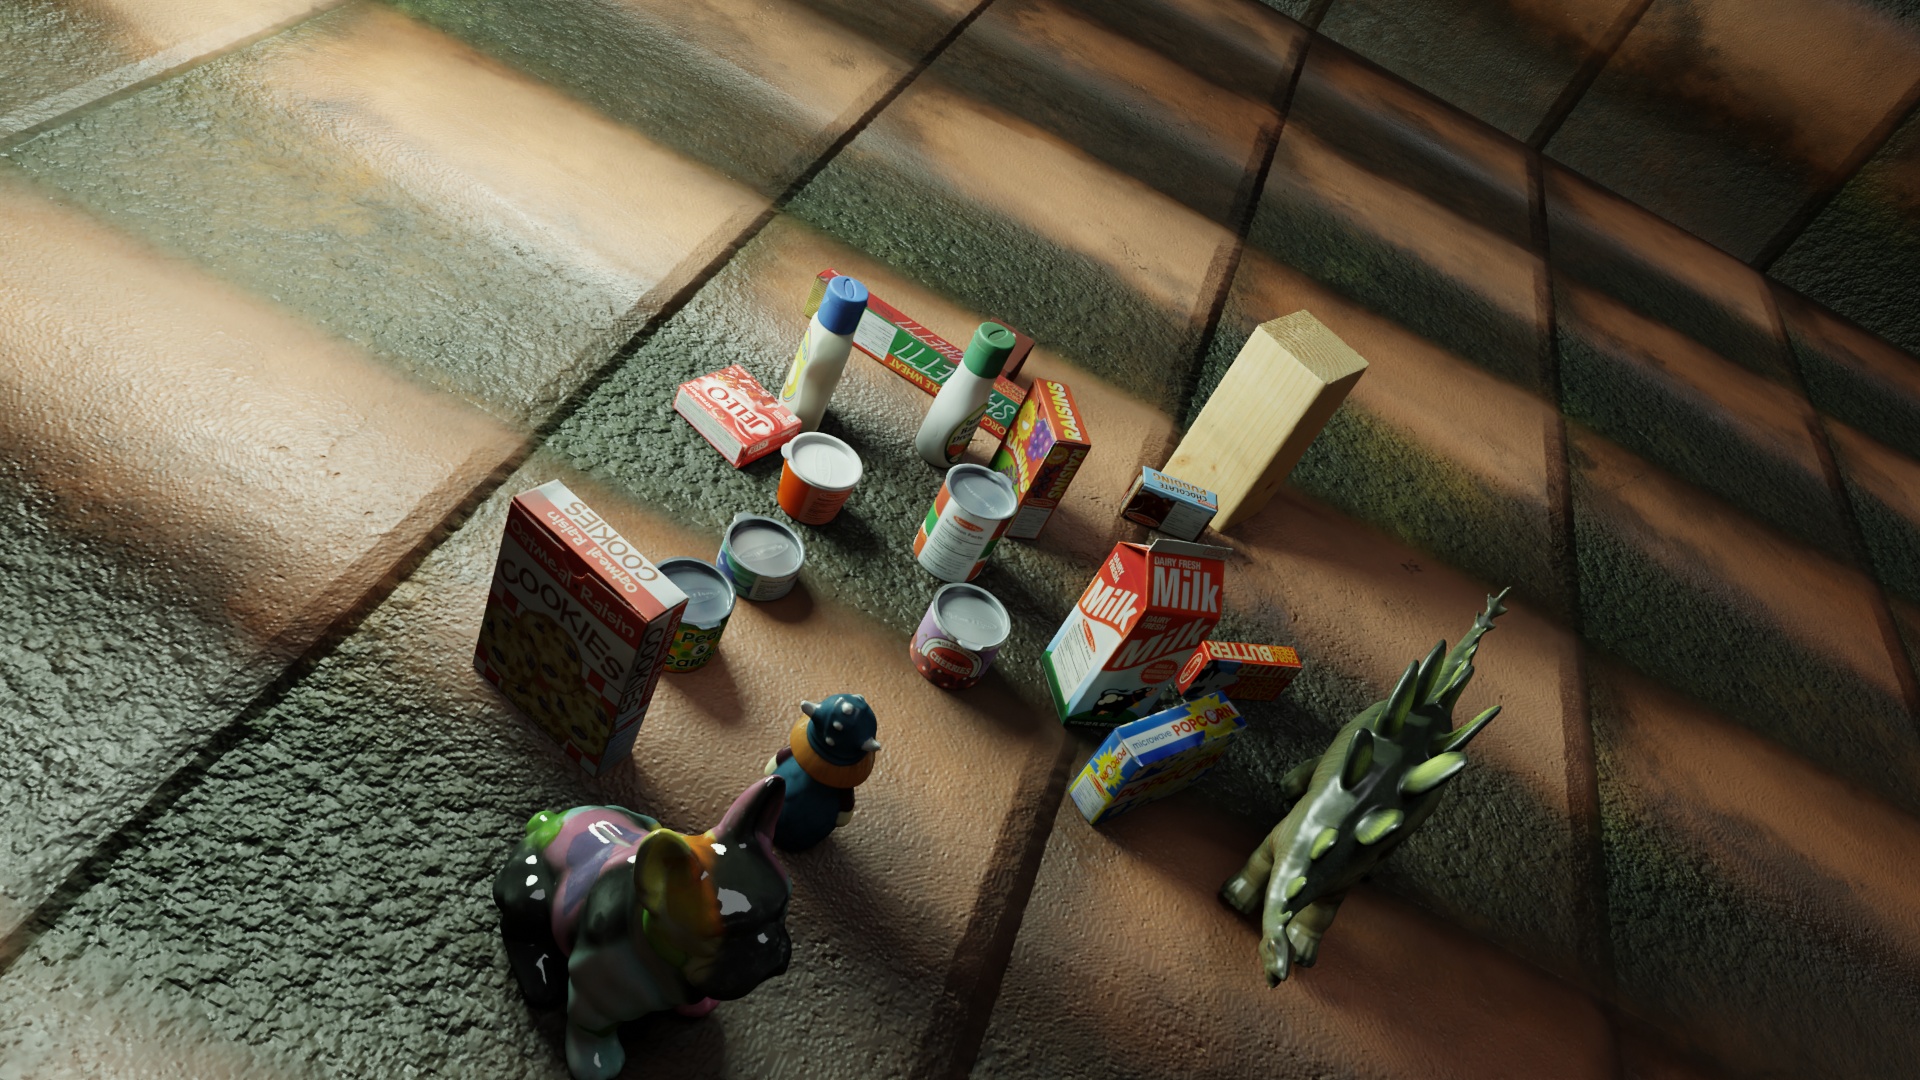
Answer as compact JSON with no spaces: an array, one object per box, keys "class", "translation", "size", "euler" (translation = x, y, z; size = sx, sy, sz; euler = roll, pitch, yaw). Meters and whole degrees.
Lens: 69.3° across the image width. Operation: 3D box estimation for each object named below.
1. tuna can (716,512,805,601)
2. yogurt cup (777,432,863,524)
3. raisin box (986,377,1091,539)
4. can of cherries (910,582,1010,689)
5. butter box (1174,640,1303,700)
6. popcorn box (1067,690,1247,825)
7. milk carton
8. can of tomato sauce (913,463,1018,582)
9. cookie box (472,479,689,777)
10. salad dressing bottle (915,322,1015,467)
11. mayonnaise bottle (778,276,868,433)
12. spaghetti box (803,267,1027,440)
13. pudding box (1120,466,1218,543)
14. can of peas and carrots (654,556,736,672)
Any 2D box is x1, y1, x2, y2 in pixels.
[{"class":"tuna can","translation":[-0.162,0.013,1.115],"size":[0.071,0.032,0.071],"euler":[16,41,-15]},{"class":"yogurt cup","translation":[-0.123,-0.051,1.188],"size":[0.072,0.053,0.073],"euler":[16,41,-15]},{"class":"raisin box","translation":[0.068,-0.074,1.270],"size":[0.040,0.122,0.086],"euler":[8,44,-23]},{"class":"can of cherries","translation":[-0.002,0.079,1.117],"size":[0.071,0.058,0.072],"euler":[16,41,-15]},{"class":"butter box","translation":[0.245,0.116,1.225],"size":[0.103,0.052,0.024],"euler":[6,45,-25]},{"class":"popcorn box","translation":[0.155,0.170,1.090],"size":[0.127,0.084,0.038],"euler":[-12,54,-38]},{"class":"milk carton","translation":[0.142,0.066,1.111],"size":[0.072,0.189,0.074],"euler":[7,44,-24]},{"class":"can of tomato sauce","translation":[0.004,-0.015,1.202],"size":[0.071,0.082,0.071],"euler":[16,41,-15]},{"class":"cookie box","translation":[-0.252,0.060,0.907],"size":[0.123,0.166,0.040],"euler":[39,41,13]},{"class":"salad dressing bottle","translation":[0.005,-0.133,1.277],"size":[0.044,0.146,0.064],"euler":[42,41,15]},{"class":"mayonnaise bottle","translation":[-0.123,-0.167,1.239],"size":[0.041,0.147,0.065],"euler":[11,43,-20]},{"class":"spaghetti box","translation":[-0.041,-0.184,1.380],"size":[0.250,0.050,0.029],"euler":[33,40,5]},{"class":"pudding box","translation":[0.205,-0.035,1.365],"size":[0.084,0.049,0.030],"euler":[19,40,-11]},{"class":"can of peas and carrots","translation":[-0.204,0.057,1.024],"size":[0.071,0.058,0.071],"euler":[16,41,-15]}]
